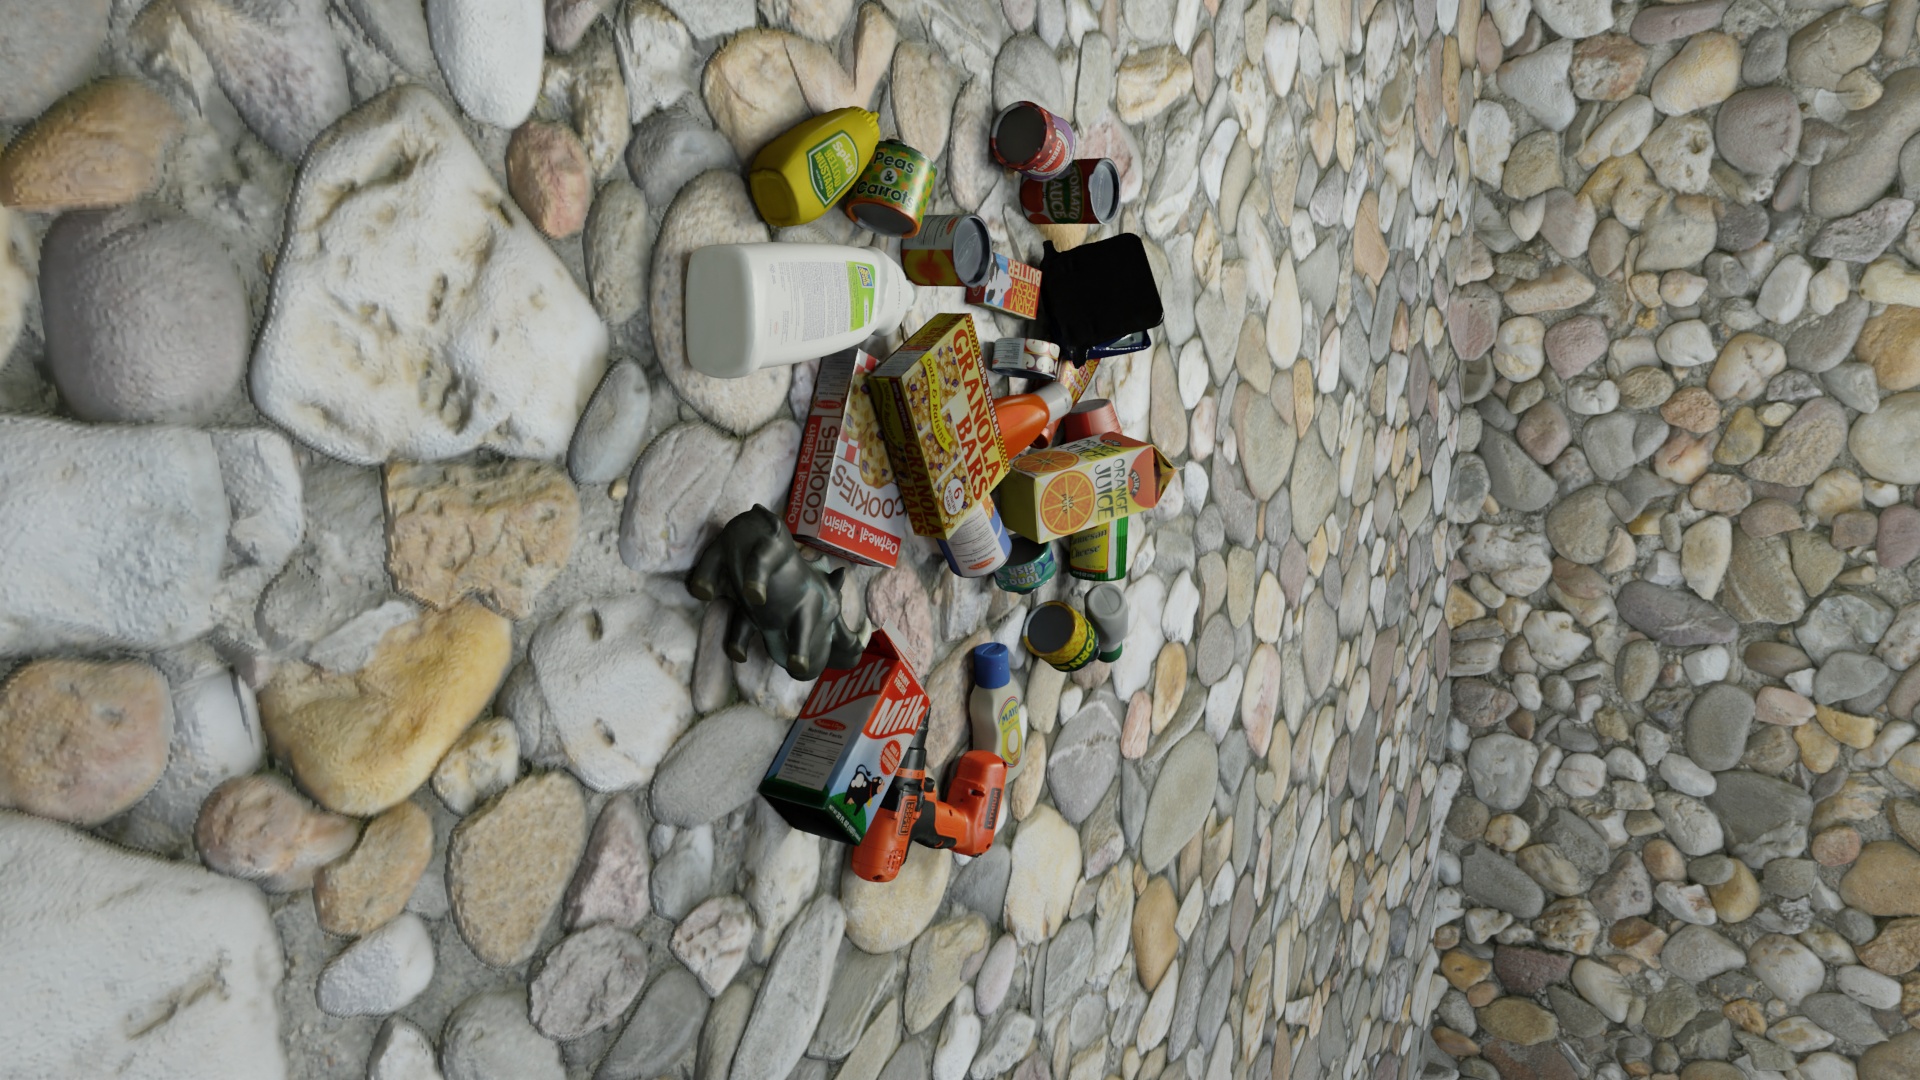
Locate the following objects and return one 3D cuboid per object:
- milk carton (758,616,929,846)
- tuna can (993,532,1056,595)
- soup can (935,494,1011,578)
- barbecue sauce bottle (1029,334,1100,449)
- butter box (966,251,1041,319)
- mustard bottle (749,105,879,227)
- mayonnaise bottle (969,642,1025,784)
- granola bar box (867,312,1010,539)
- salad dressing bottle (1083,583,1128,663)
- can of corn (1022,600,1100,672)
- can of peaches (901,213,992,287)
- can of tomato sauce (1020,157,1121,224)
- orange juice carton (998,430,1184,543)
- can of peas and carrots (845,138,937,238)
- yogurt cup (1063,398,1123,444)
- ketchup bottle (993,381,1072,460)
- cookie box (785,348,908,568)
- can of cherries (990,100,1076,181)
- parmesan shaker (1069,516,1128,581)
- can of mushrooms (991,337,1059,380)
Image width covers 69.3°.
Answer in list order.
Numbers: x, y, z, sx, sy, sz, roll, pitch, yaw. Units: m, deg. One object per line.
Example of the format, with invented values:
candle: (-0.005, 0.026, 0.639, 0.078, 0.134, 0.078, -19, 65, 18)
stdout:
milk carton: (-0.090, 0.163, 1.222, 0.191, 0.073, 0.072, -63, 143, -28)
tuna can: (0.064, 0.023, 1.438, 0.071, 0.071, 0.032, -50, 134, -40)
soup can: (0.005, -0.017, 1.344, 0.072, 0.071, 0.083, -58, 139, -33)
barbecue sauce bottle: (0.105, -0.166, 1.485, 0.064, 0.043, 0.149, 50, 55, -39)
butter box: (0.044, -0.255, 1.391, 0.103, 0.024, 0.053, 3, 95, -57)
mustard bottle: (-0.107, -0.313, 1.122, 0.161, 0.049, 0.065, -53, 139, -38)
mayonnaise bottle: (0.037, 0.181, 1.453, 0.065, 0.041, 0.147, -30, 122, -50)
granola bar box: (-0.016, -0.103, 1.241, 0.125, 0.039, 0.164, -49, 134, -42)
salad dressing bottle: (0.169, 0.099, 1.602, 0.044, 0.064, 0.147, -25, 154, -6)
can of corn: (0.112, 0.106, 1.527, 0.058, 0.071, 0.071, 38, 65, -53)
can of peaches: (-0.012, -0.263, 1.272, 0.071, 0.058, 0.071, -18, 111, -56)
can of tomato sauce: (0.112, -0.356, 1.421, 0.071, 0.083, 0.071, -17, 111, -55)
orange juice carton: (0.140, -0.063, 1.466, 0.193, 0.072, 0.072, -17, 114, -27)
can of peas and carrots: (-0.059, -0.298, 1.181, 0.071, 0.071, 0.059, 32, 71, -55)
yogurt cup: (0.146, -0.124, 1.541, 0.073, 0.072, 0.053, -35, 117, -49)
ketchup bottle: (0.052, -0.117, 1.387, 0.149, 0.043, 0.064, -30, 122, -37)
cookie box: (-0.088, -0.069, 1.211, 0.123, 0.040, 0.167, 25, 74, -57)
can of cherries: (0.073, -0.391, 1.365, 0.058, 0.071, 0.071, 4, 93, -57)
parmesan shaker: (0.160, -0.009, 1.577, 0.071, 0.071, 0.103, -15, 109, -55)
can of mushrooms: (0.067, -0.183, 1.402, 0.071, 0.071, 0.033, 8, 89, -58)
